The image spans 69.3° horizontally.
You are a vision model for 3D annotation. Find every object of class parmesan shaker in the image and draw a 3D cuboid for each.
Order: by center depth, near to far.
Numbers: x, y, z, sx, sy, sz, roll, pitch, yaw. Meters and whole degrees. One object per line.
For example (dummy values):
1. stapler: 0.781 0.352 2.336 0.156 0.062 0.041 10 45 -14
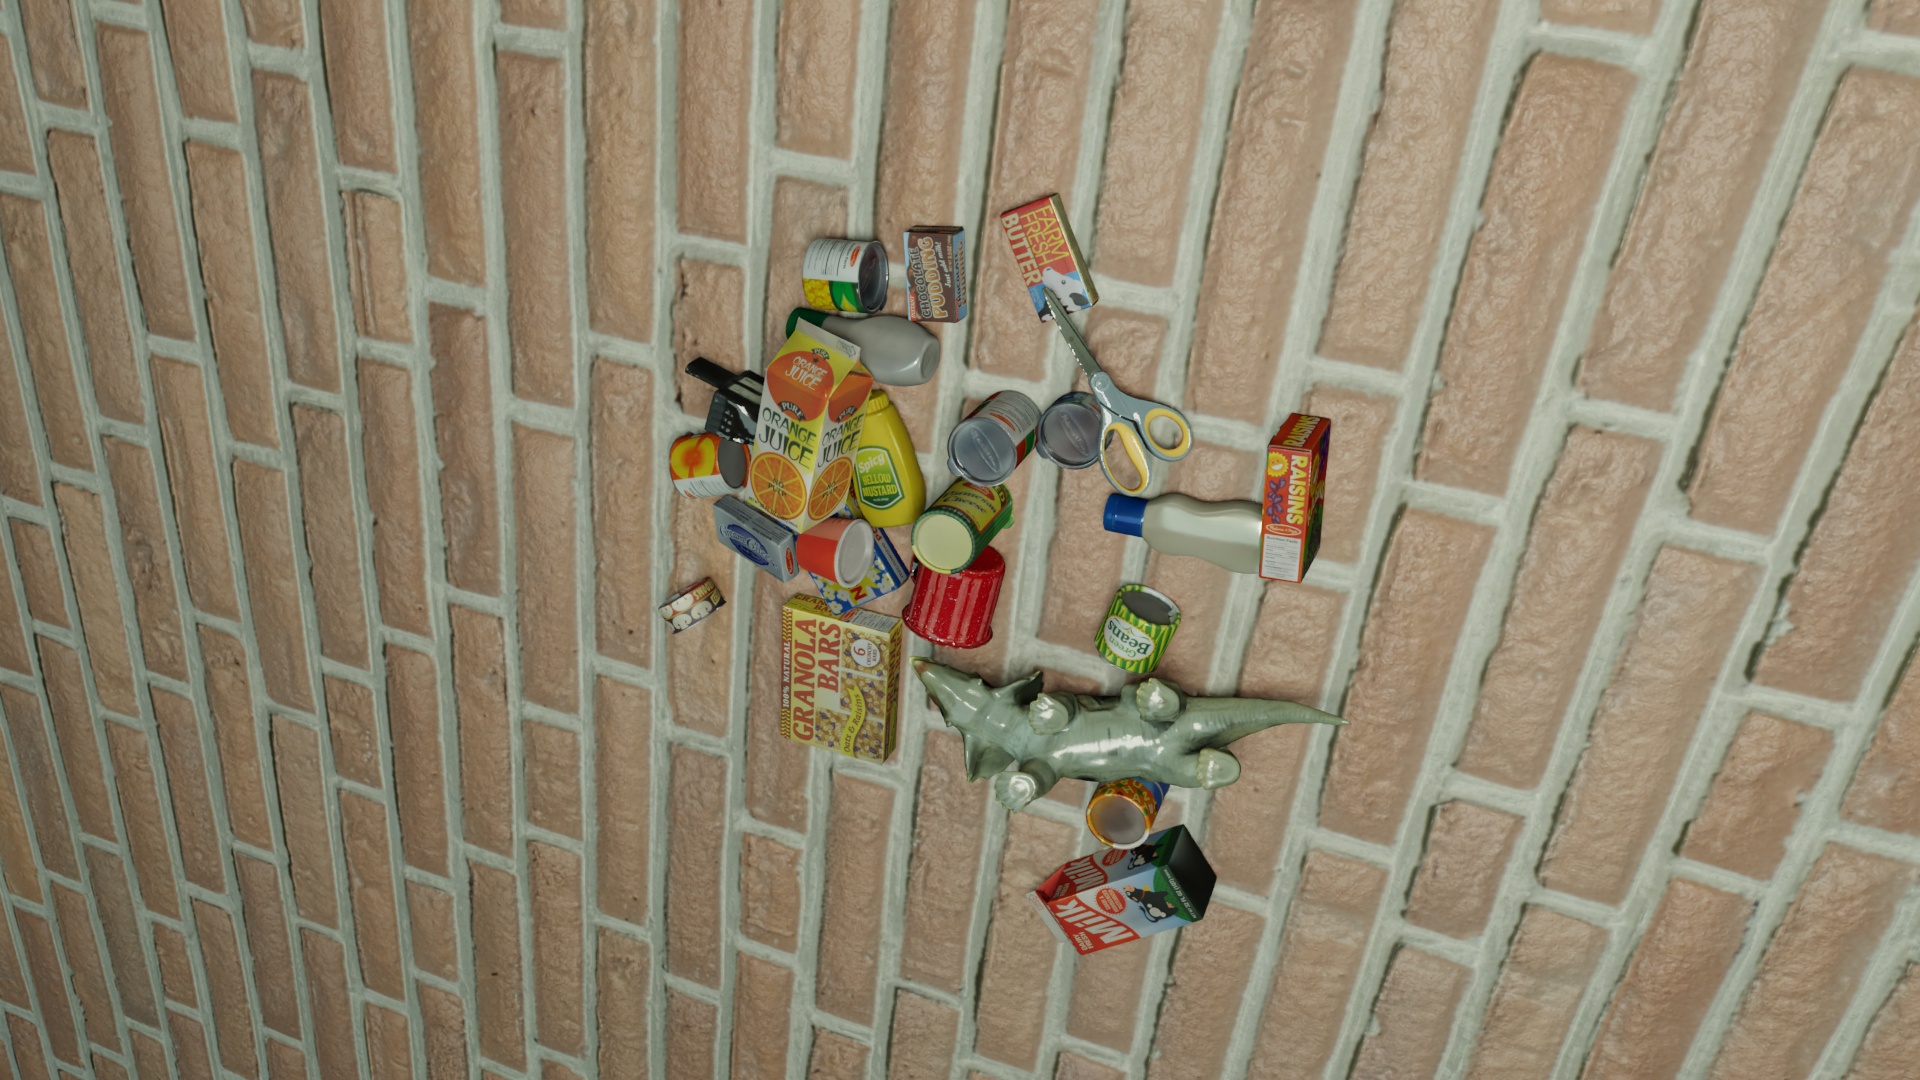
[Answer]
1. parmesan shaker: 0.005 -0.016 1.311 0.071 0.103 0.071 9 116 18

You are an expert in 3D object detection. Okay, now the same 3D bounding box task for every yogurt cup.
1. yogurt cup: -0.124 0.008 1.353 0.054 0.073 0.072 13 118 25

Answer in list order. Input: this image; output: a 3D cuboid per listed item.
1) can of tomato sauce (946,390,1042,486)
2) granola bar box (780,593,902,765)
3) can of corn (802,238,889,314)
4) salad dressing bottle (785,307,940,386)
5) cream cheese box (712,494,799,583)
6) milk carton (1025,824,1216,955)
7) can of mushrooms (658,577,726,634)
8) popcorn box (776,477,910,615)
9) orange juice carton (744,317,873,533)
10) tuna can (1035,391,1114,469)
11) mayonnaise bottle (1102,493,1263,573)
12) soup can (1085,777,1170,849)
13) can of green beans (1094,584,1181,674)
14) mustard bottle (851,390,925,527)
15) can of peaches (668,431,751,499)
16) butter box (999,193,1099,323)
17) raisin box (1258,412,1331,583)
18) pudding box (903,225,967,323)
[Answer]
1. can of tomato sauce: 0.032 -0.094 1.276 0.071 0.083 0.071 9 116 19
2. granola bar box: -0.128 0.147 1.478 0.124 0.039 0.164 13 117 16
3. can of corn: -0.105 -0.242 1.277 0.058 0.071 0.071 8 116 20
4. salad dressing bottle: -0.093 -0.186 1.304 0.148 0.044 0.064 18 76 21
5. cream cheese box: -0.210 -0.002 1.427 0.104 0.024 0.053 29 139 31
6. milk carton: 0.161 0.368 1.440 0.190 0.074 0.072 -28 101 30
7. can of mushrooms: -0.287 0.069 1.493 0.071 0.071 0.033 -25 101 30
8. popcorn box: -0.120 0.005 1.411 0.085 0.038 0.126 -24 102 30
9. orange juice carton: -0.139 -0.110 1.293 0.072 0.073 0.191 30 126 20
10. tuna can: 0.104 -0.100 1.273 0.071 0.033 0.070 9 116 19
11. mayonnaise bottle: 0.206 -0.013 1.267 0.148 0.041 0.064 12 115 18
12. soup can: 0.165 0.254 1.380 0.071 0.084 0.071 9 116 19
13. can of green beans: 0.167 0.083 1.311 0.071 0.071 0.057 27 120 9
14. mustard bottle: -0.080 -0.092 1.343 0.065 0.049 0.159 -7 110 23
15. can of peaches: -0.253 -0.080 1.412 0.058 0.071 0.071 -6 111 25
16. butter box: 0.078 -0.248 1.221 0.053 0.024 0.103 -16 106 27
17. raisin box: 0.287 -0.037 1.195 0.040 0.086 0.122 10 117 23
18. pudding box: -0.023 -0.242 1.262 0.049 0.030 0.083 7 115 20
